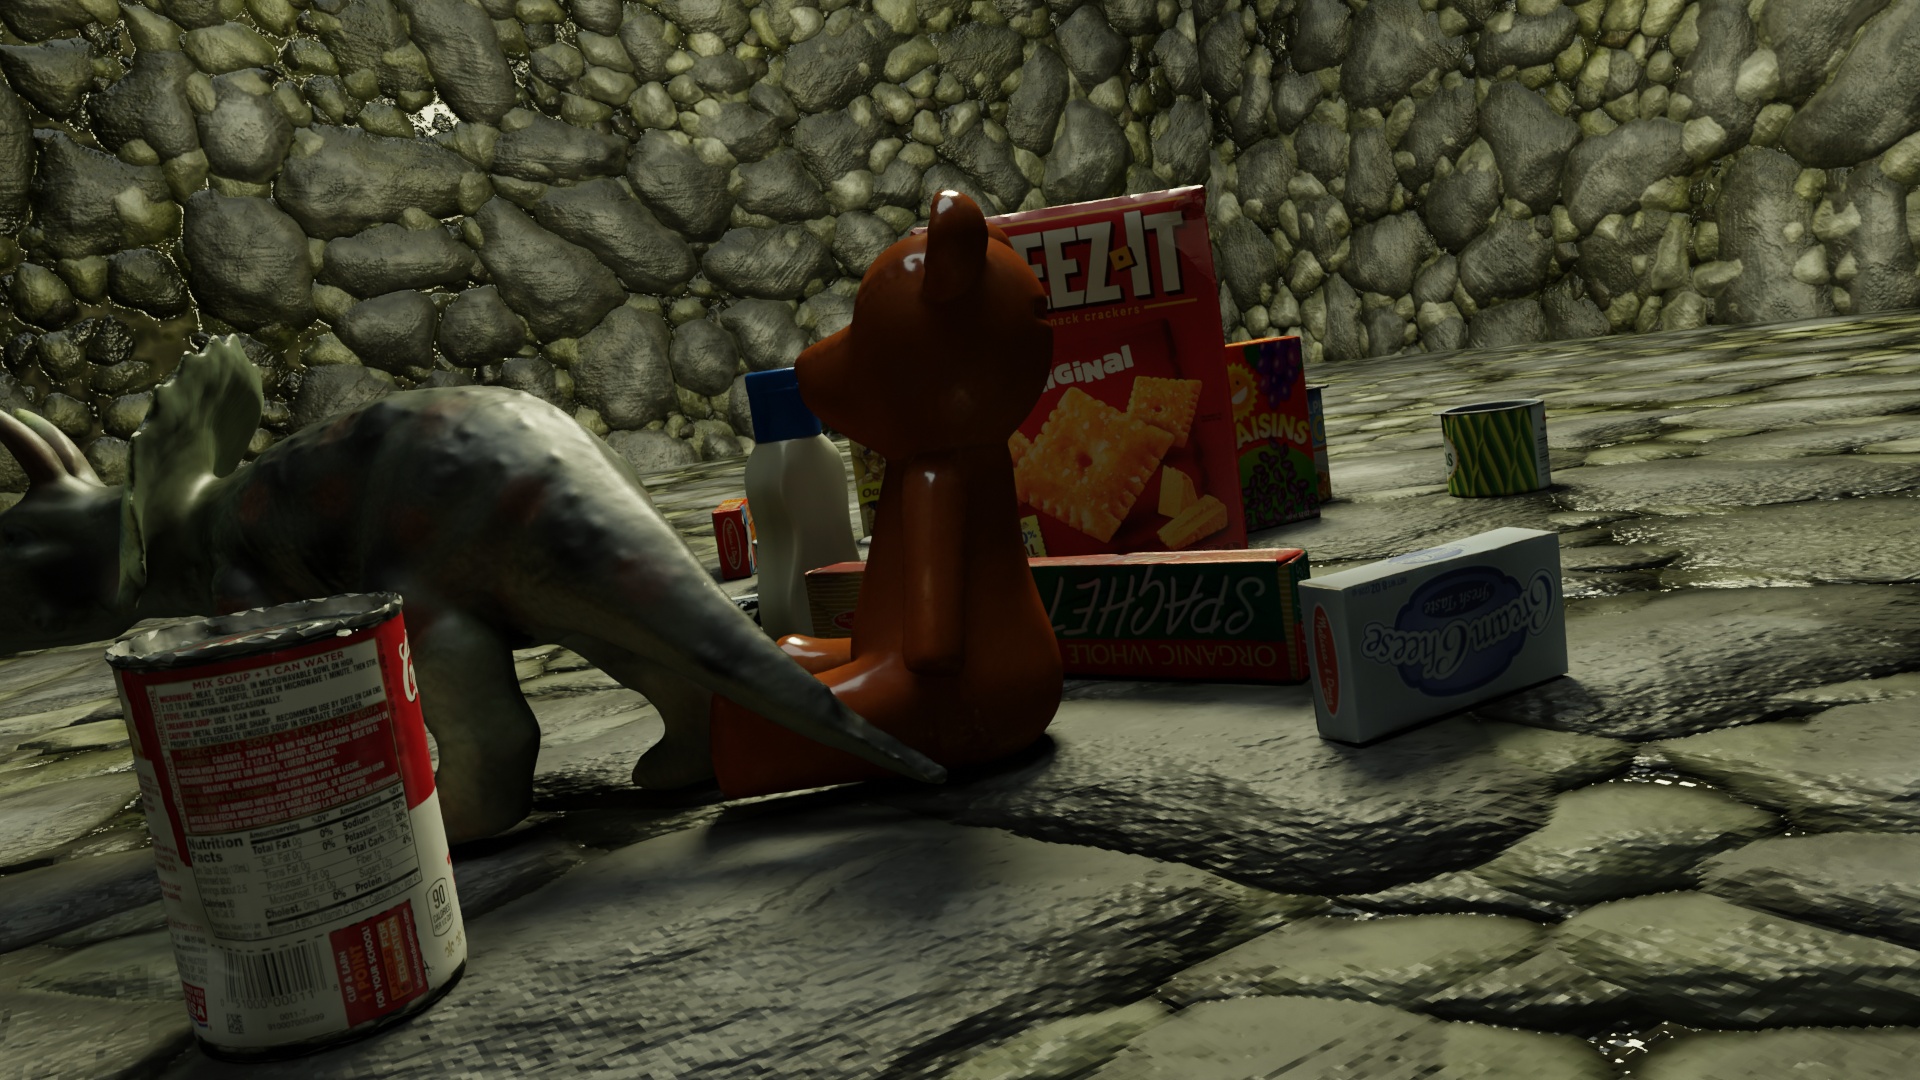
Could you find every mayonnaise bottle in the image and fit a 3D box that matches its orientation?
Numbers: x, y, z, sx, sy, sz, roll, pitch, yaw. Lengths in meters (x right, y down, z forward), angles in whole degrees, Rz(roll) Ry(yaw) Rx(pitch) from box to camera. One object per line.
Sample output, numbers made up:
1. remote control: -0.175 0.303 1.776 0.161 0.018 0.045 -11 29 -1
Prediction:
1. mayonnaise bottle: -0.088 -0.019 0.755 0.041 0.148 0.065 -3 9 39

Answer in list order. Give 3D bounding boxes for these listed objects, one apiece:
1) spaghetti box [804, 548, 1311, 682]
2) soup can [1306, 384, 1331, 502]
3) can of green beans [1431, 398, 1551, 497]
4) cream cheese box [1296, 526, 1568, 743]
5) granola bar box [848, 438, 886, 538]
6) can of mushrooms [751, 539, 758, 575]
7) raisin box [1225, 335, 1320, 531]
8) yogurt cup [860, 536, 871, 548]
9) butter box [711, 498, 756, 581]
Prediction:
1. spaghetti box: 0.035 0.033 0.607 0.250 0.050 0.029 -3 9 37
2. soup can: 0.237 -0.069 1.014 0.071 0.083 0.071 -8 7 1
3. can of green beans: 0.359 -0.062 0.932 0.071 0.057 0.071 -8 7 1
4. cream cheese box: 0.163 0.031 0.474 0.104 0.053 0.024 -12 8 -28
5. granola bar box: -0.007 -0.073 1.150 0.166 0.124 0.039 -8 7 2
6. can of mushrooms: -0.112 0.011 0.986 0.071 0.033 0.071 -8 8 1
7. raisin box: 0.189 -0.070 0.925 0.086 0.123 0.040 -12 8 -25
8. yogurt cup: -0.011 0.021 0.729 0.072 0.054 0.072 -8 7 1
9. butter box: -0.174 -0.003 1.082 0.024 0.053 0.103 -9 8 -3
